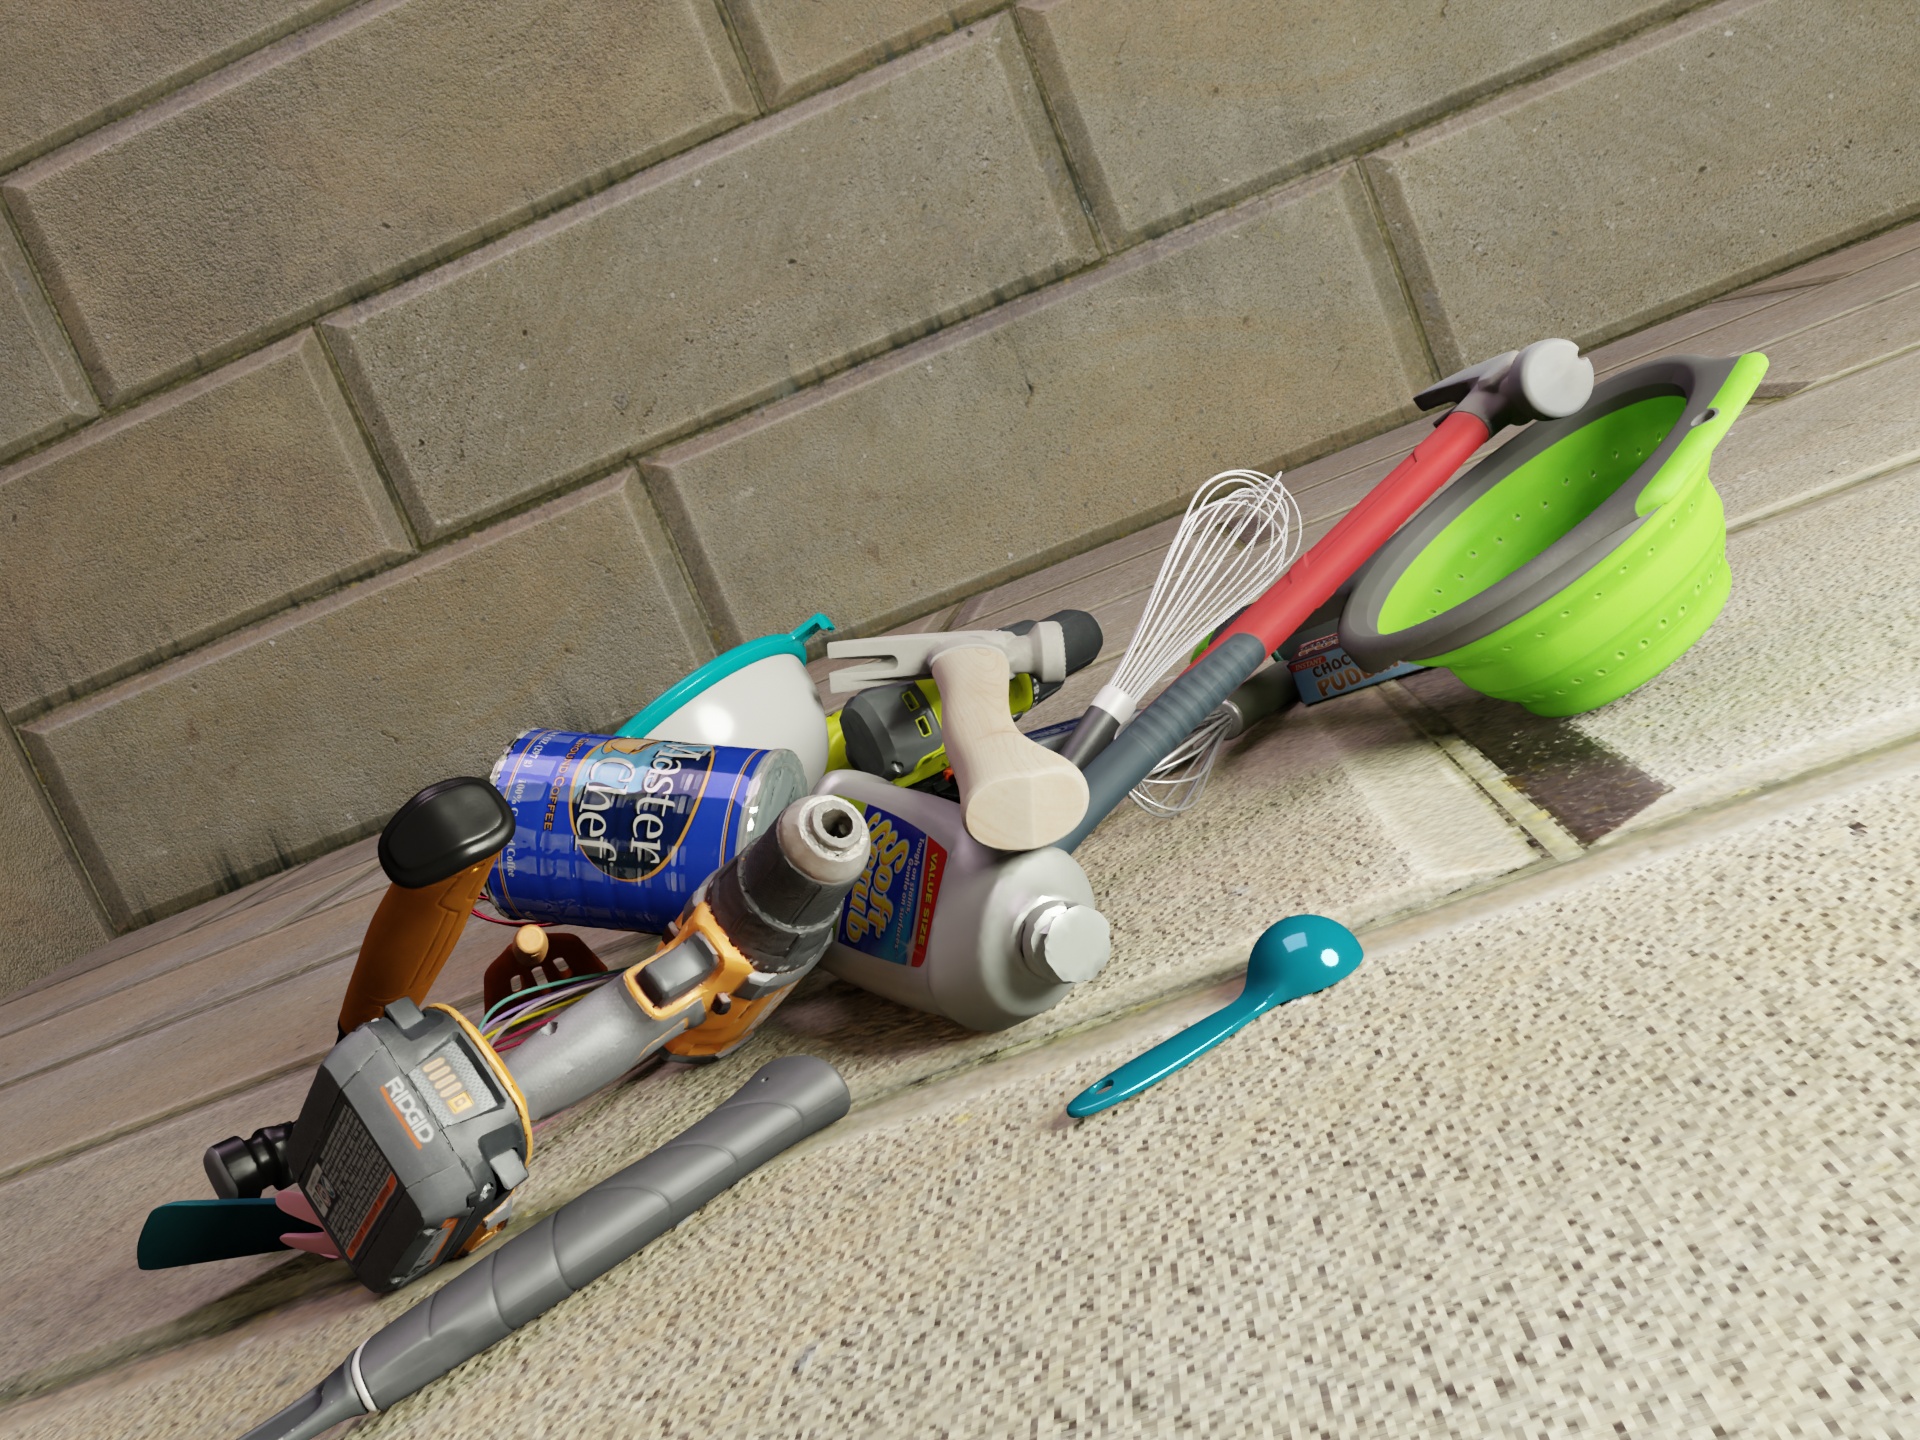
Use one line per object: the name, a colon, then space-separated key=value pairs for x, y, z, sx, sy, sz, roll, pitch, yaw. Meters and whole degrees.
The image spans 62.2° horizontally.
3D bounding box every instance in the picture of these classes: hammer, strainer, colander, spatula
hammer: x=-0.202 y=0.217 z=0.500 sx=0.409 sy=0.036 sz=0.149 roll=-27 pitch=11 yaw=-33
hammer: x=-0.001 y=-0.003 z=0.798 sx=0.146 sy=0.038 sz=0.411 roll=-4 pitch=11 yaw=-2
hammer: x=0.147 y=-0.045 z=0.806 sx=0.386 sy=0.038 sz=0.143 roll=-44 pitch=8 yaw=-5
strainer: x=-0.178 y=0.081 z=1.068 sx=0.211 sy=0.095 sz=0.340 roll=-35 pitch=-12 yaw=-37
colander: x=0.253 y=-0.054 z=0.818 sx=0.204 sy=0.094 sz=0.397 roll=-47 pitch=10 yaw=-24
spatula: x=-0.228 y=0.133 z=0.858 sx=0.081 sy=0.041 sz=0.322 roll=-22 pitch=-4 yaw=-17
hammer: x=-0.229 y=0.113 z=0.649 sx=0.127 sy=0.034 sz=0.336 roll=-25 pitch=-16 yaw=-39
spatula: x=-0.225 y=0.180 z=0.765 sx=0.317 sy=0.044 sz=0.082 roll=-27 pitch=-18 yaw=-42

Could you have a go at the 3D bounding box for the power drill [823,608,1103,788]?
power drill: x=-0.015 y=-0.005 z=1.118 sx=0.190 sy=0.080 sz=0.228 roll=-27 pitch=-2 yaw=-26

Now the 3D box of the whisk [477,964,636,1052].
whisk: x=-0.167 y=0.139 z=0.886 sx=0.245 sy=0.051 sz=0.047 roll=-25 pitch=3 yaw=-40

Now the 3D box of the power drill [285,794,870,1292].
power drill: x=-0.141 y=0.119 z=0.644 sx=0.226 sy=0.084 sz=0.185 roll=-28 pitch=-15 yaw=-42

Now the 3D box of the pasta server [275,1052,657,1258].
pasta server: x=-0.176 y=0.163 z=0.765 sx=0.040 sy=0.060 sz=0.316 roll=20 pitch=29 yaw=29

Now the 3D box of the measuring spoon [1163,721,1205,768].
measuring spoon: x=0.157 y=0.007 z=0.982 sx=0.124 sy=0.018 sz=0.034 roll=-22 pitch=-17 yaw=-44

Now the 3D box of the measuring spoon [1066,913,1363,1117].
measuring spoon: x=0.085 y=0.097 z=0.547 sx=0.128 sy=0.021 sz=0.042 roll=-25 pitch=8 yaw=-26

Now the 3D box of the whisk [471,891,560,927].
whisk: x=-0.164 y=0.088 z=0.895 sx=0.296 sy=0.073 sz=0.073 roll=4 pitch=16 yaw=17

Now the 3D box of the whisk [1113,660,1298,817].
whisk: x=0.148 y=0.003 z=0.919 sx=0.059 sy=0.058 sz=0.246 roll=-41 pitch=-9 yaw=34

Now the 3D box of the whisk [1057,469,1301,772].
whisk: x=0.105 y=-0.033 z=0.904 sx=0.285 sy=0.070 sz=0.070 roll=-54 pitch=17 yaw=-14
